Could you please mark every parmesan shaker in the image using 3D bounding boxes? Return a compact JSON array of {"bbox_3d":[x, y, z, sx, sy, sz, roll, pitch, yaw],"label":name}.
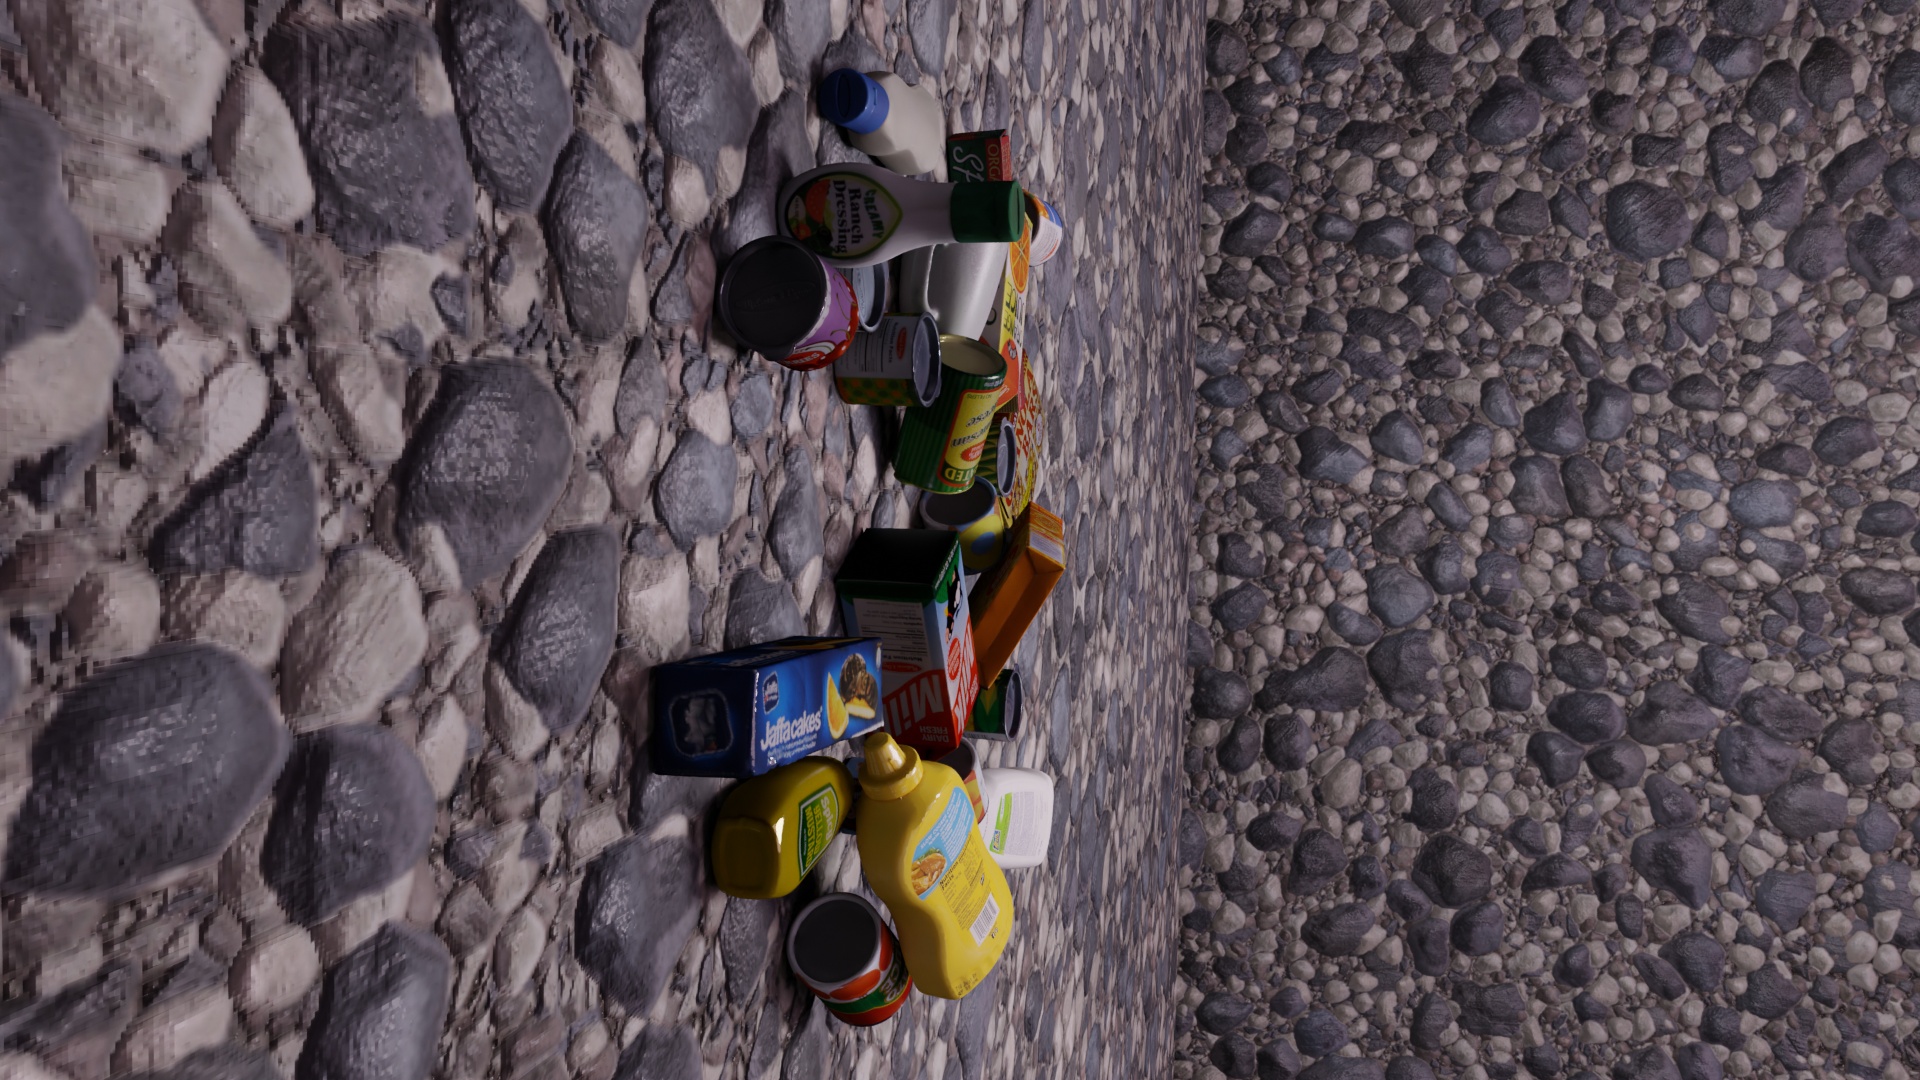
[{"bbox_3d":[-0.010,-0.095,1.047,0.072,0.071,0.102,-61,170,-58],"label":"parmesan shaker"}]

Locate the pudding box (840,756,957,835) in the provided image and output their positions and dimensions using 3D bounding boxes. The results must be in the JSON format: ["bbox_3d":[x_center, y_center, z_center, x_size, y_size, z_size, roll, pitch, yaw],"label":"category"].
[{"bbox_3d":[-0.045,0.186,0.991,0.030,0.084,0.049,-49,140,-62],"label":"pudding box"}]

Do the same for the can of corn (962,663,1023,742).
[{"bbox_3d":[0.021,0.145,1.258,0.071,0.058,0.071,1,91,-74],"label":"can of corn"}]

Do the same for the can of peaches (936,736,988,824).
[{"bbox_3d":[-0.016,0.199,1.128,0.071,0.071,0.057,-71,157,-45],"label":"can of peaches"}]

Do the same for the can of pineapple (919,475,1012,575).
[{"bbox_3d":[0.004,-0.015,1.158,0.057,0.071,0.071,76,23,-44],"label":"can of pineapple"}]

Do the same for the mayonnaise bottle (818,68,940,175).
[{"bbox_3d":[-0.054,-0.296,0.970,0.148,0.041,0.064,-19,109,-72],"label":"mayonnaise bottle"}]

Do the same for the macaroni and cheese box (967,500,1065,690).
[{"bbox_3d":[0.041,0.042,1.190,0.123,0.040,0.167,-58,-175,14],"label":"macaroni and cheese box"}]

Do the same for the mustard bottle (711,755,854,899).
[{"bbox_3d":[-0.100,0.165,0.856,0.161,0.049,0.065,-33,125,-71],"label":"mustard bottle"}]

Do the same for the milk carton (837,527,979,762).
[{"bbox_3d":[-0.033,0.088,1.033,0.073,0.073,0.189,-65,153,-54],"label":"milk carton"}]

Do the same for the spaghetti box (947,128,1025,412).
[{"bbox_3d":[0.024,-0.234,1.232,0.029,0.050,0.249,-57,146,-63],"label":"spaghetti box"}]

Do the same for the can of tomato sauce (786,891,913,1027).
[{"bbox_3d":[-0.071,0.281,0.932,0.082,0.071,0.071,69,28,-53],"label":"can of tomato sauce"}]

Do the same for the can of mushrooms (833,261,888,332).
[{"bbox_3d":[-0.074,-0.173,0.929,0.071,0.033,0.071,0,91,-74],"label":"can of mushrooms"}]

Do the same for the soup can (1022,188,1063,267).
[{"bbox_3d":[0.053,-0.295,1.302,0.084,0.071,0.071,-15,107,-72],"label":"soup can"}]

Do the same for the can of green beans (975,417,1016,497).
[{"bbox_3d":[0.013,-0.071,1.201,0.071,0.058,0.071,1,91,-74],"label":"can of green beans"}]

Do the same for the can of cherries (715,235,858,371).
[{"bbox_3d":[-0.098,-0.131,0.793,0.058,0.071,0.071,20,73,-75],"label":"can of cherries"}]

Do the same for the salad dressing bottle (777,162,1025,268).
[{"bbox_3d":[-0.036,-0.200,0.850,0.044,0.147,0.064,-39,129,-69],"label":"salad dressing bottle"}]

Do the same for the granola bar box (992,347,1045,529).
[{"bbox_3d":[0.044,-0.085,1.342,0.123,0.039,0.166,66,30,-56],"label":"granola bar box"}]

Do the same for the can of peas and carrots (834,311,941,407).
[{"bbox_3d":[-0.050,-0.126,0.974,0.071,0.059,0.071,1,91,-75],"label":"can of peas and carrots"}]

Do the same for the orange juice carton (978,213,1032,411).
[{"bbox_3d":[0.010,-0.184,1.150,0.072,0.073,0.193,32,62,-72],"label":"orange juice carton"}]
